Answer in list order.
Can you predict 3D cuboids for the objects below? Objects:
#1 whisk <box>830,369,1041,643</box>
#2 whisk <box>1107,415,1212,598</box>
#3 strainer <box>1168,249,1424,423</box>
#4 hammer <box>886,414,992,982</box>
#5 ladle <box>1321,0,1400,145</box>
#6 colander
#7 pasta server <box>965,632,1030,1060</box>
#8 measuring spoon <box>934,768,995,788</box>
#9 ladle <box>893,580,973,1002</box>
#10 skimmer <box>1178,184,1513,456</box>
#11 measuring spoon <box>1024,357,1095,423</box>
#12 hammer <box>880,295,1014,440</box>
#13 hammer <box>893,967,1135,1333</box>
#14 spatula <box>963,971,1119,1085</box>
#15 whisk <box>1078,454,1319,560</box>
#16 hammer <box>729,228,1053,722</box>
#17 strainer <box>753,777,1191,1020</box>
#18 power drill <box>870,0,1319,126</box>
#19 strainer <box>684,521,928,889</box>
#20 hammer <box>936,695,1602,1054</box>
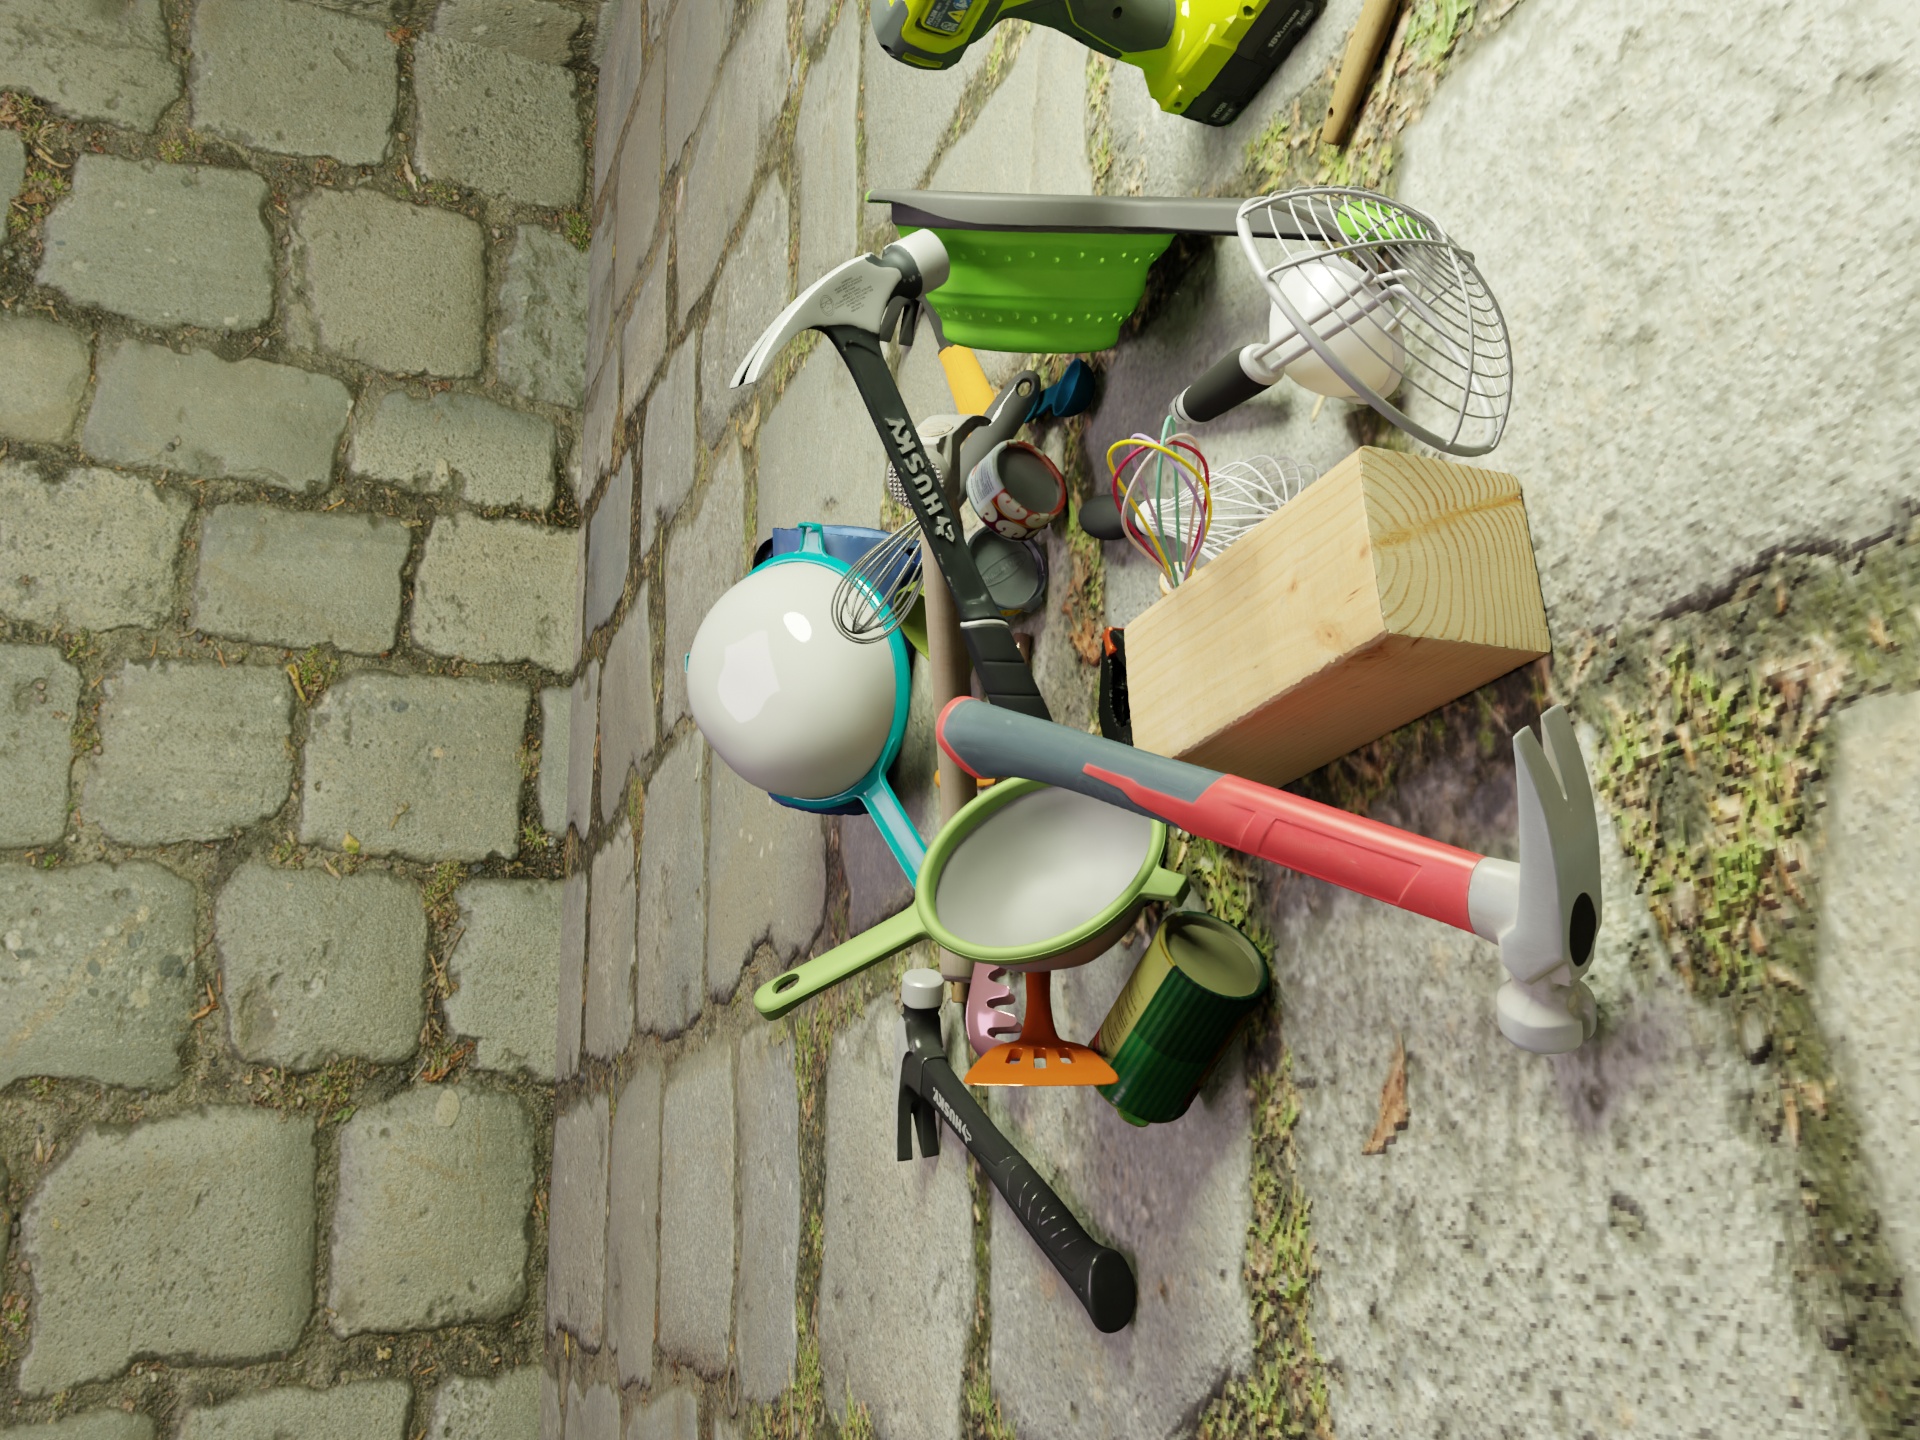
[{"bbox_3d":[-0.016,-0.158,1.164,0.239,0.055,0.055,-54,27,2],"label":"whisk"},{"bbox_3d":[0.111,-0.086,0.835,0.244,0.047,0.051,61,-155,-67],"label":"whisk"},{"bbox_3d":[0.165,-0.191,0.866,0.087,0.050,0.258,55,167,-8],"label":"strainer"},{"bbox_3d":[-0.002,-0.004,1.100,0.146,0.038,0.410,-59,-30,-62],"label":"hammer"},{"bbox_3d":[0.241,-0.444,0.786,0.069,0.031,0.315,-115,36,-54],"label":"ladle"},{"bbox_3d":[0.097,-0.258,0.931,0.397,0.204,0.094,23,117,47],"label":"colander"},{"bbox_3d":[0.036,0.090,1.120,0.060,0.040,0.316,69,-154,-73],"label":"pasta server"},{"bbox_3d":[0.005,0.042,1.232,0.117,0.011,0.021,167,107,-65],"label":"measuring spoon"},{"bbox_3d":[-0.014,0.052,1.202,0.078,0.062,0.320,-9,81,60],"label":"ladle"},{"bbox_3d":[0.135,-0.150,0.710,0.090,0.127,0.363,-50,6,-4],"label":"skimmer"},{"bbox_3d":[0.071,-0.229,1.146,0.128,0.021,0.042,-177,106,-76],"label":"measuring spoon"},{"bbox_3d":[-0.003,-0.283,1.302,0.337,0.034,0.127,-109,34,-44],"label":"hammer"},{"bbox_3d":[0.026,0.303,1.082,0.335,0.035,0.146,-145,56,-61],"label":"hammer"},{"bbox_3d":[0.048,0.133,0.965,0.323,0.081,0.041,-85,-6,-64],"label":"spatula"},{"bbox_3d":[0.130,-0.119,0.936,0.285,0.070,0.070,-159,76,-71],"label":"whisk"},{"bbox_3d":[0.003,-0.072,0.948,0.036,0.149,0.408,6,125,57],"label":"hammer"},{"bbox_3d":[0.008,0.122,0.913,0.069,0.256,0.152,61,-178,-34],"label":"strainer"},{"bbox_3d":[0.083,-0.430,0.890,0.190,0.228,0.080,138,133,-58],"label":"power drill"},{"bbox_3d":[-0.116,0.023,1.251,0.211,0.095,0.341,-44,70,31],"label":"strainer"},{"bbox_3d":[0.116,0.026,0.749,0.387,0.038,0.143,18,128,49],"label":"hammer"}]
